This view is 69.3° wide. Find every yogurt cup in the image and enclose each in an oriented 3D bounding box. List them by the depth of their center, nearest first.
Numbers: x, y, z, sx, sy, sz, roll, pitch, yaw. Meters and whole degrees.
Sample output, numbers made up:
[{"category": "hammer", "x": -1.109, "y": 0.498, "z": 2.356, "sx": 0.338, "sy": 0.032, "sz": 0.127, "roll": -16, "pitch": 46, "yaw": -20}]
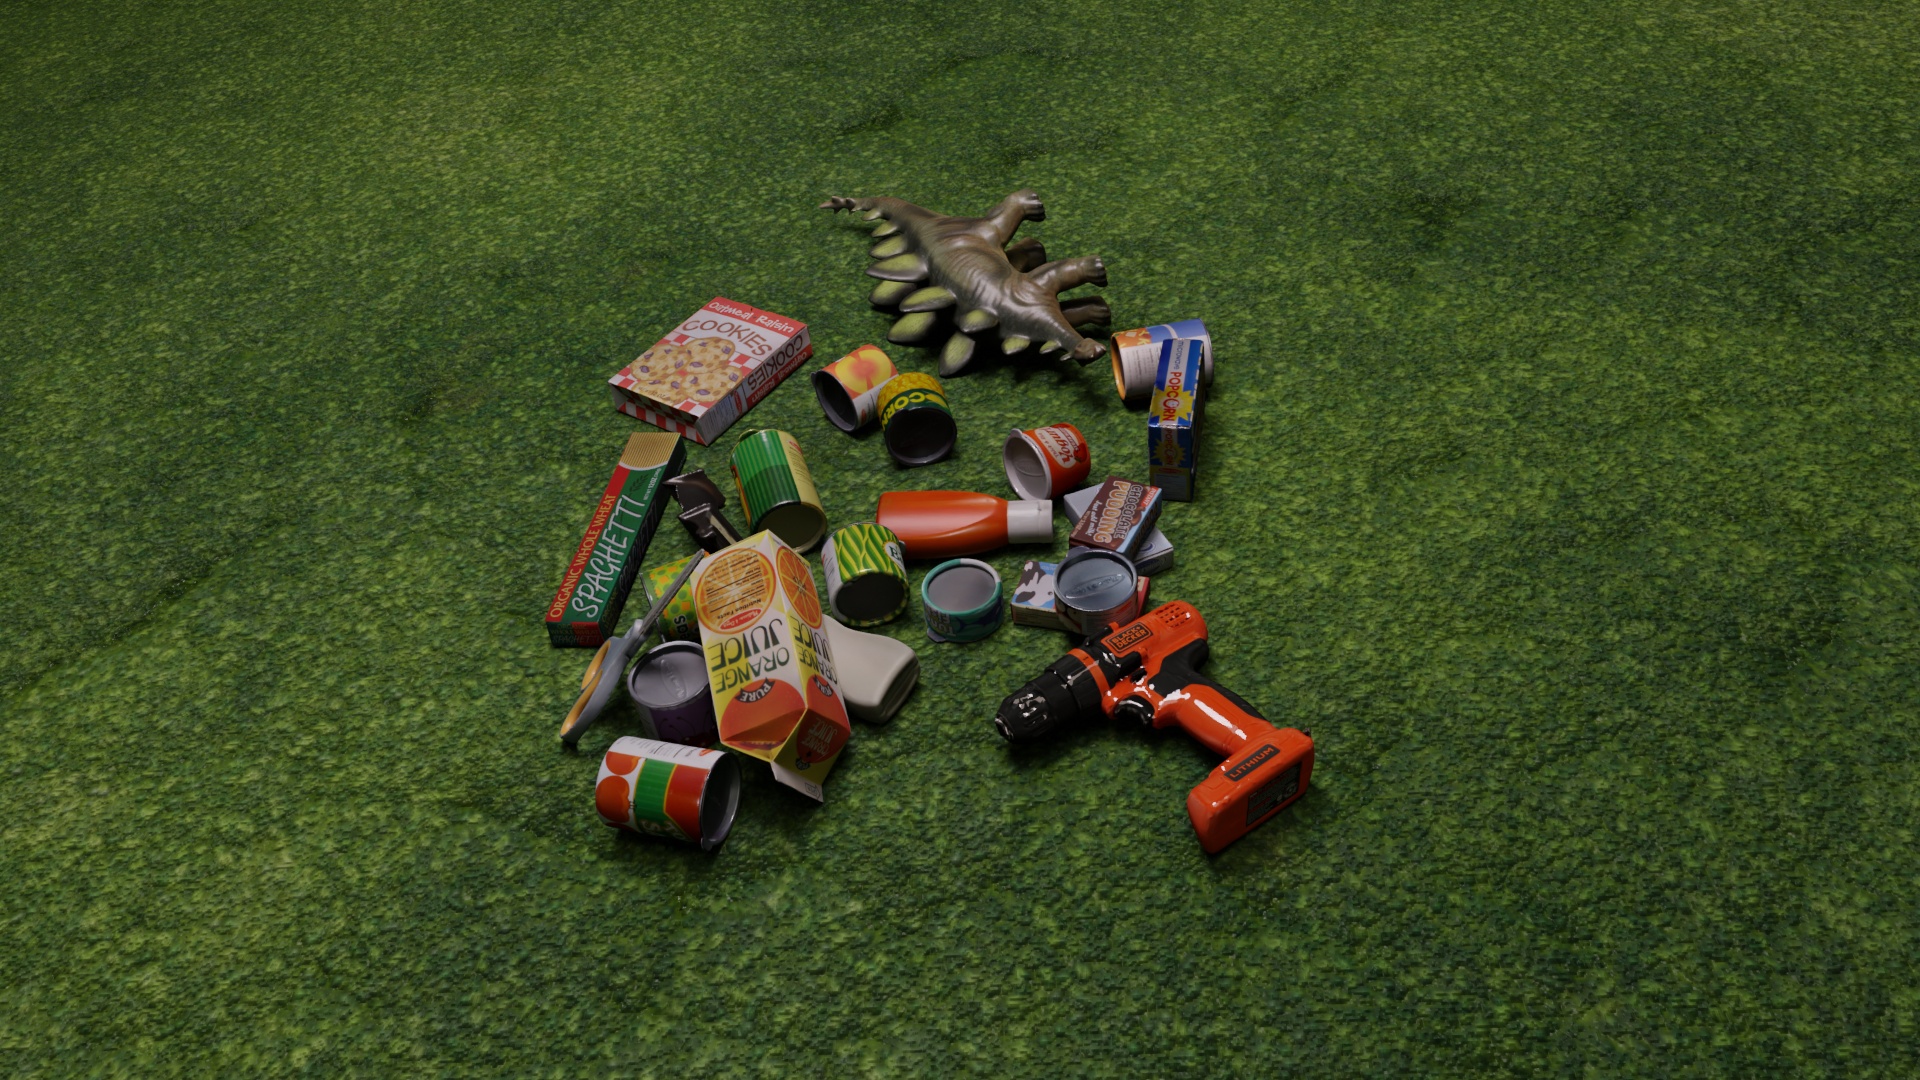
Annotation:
[{"category": "yogurt cup", "x": 0.077, "y": -0.069, "z": 1.216, "sx": 0.054, "sy": 0.072, "sz": 0.072, "roll": -23, "pitch": 44, "yaw": -27}]

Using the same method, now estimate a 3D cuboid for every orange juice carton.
[{"category": "orange juice carton", "x": -0.138, "y": 0.098, "z": 1.027, "sx": 0.073, "sy": 0.071, "sz": 0.193, "roll": -24, "pitch": 60, "yaw": 11}]

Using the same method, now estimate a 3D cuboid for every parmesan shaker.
[{"category": "parmesan shaker", "x": -0.161, "y": -0.042, "z": 1.213, "sx": 0.071, "sy": 0.071, "sz": 0.103, "roll": -16, "pitch": 44, "yaw": -9}]

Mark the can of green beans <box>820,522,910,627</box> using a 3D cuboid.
[{"category": "can of green beans", "x": -0.077, "y": 0.028, "z": 1.130, "sx": 0.071, "sy": 0.071, "sz": 0.058, "roll": -12, "pitch": 44, "yaw": -5}]

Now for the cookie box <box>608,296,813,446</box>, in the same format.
[{"category": "cookie box", "x": -0.247, "y": -0.174, "z": 1.388, "sx": 0.123, "sy": 0.040, "sz": 0.168, "roll": 21, "pitch": 50, "yaw": 27}]

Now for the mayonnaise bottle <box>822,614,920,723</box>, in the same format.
[{"category": "mayonnaise bottle", "x": -0.107, "y": 0.089, "z": 1.088, "sx": 0.148, "sy": 0.041, "sz": 0.065, "roll": 20, "pitch": 58, "yaw": 28}]

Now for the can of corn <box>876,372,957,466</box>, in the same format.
[{"category": "can of corn", "x": -0.043, "y": -0.113, "z": 1.273, "sx": 0.071, "sy": 0.070, "sz": 0.058, "roll": -12, "pitch": 42, "yaw": -5}]

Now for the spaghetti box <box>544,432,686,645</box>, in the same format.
[{"category": "spaghetti box", "x": -0.300, "y": -0.007, "z": 1.226, "sx": 0.050, "sy": 0.028, "sz": 0.251, "roll": 1, "pitch": 43, "yaw": 10}]

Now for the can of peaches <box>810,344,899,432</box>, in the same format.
[{"category": "can of peaches", "x": -0.098, "y": -0.146, "z": 1.317, "sx": 0.058, "sy": 0.071, "sz": 0.071, "roll": -33, "pitch": 49, "yaw": -26}]

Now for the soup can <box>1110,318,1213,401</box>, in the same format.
[{"category": "soup can", "x": 0.188, "y": -0.170, "z": 1.306, "sx": 0.084, "sy": 0.071, "sz": 0.072, "roll": -10, "pitch": 43, "yaw": -2}]

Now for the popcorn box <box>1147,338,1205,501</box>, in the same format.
[{"category": "popcorn box", "x": 0.191, "y": -0.108, "z": 1.224, "sx": 0.038, "sy": 0.084, "sz": 0.127, "roll": 4, "pitch": 45, "yaw": 13}]

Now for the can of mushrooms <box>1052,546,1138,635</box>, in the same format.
[{"category": "can of mushrooms", "x": 0.104, "y": 0.039, "z": 1.081, "sx": 0.071, "sy": 0.033, "sz": 0.071, "roll": -5, "pitch": 45, "yaw": 5}]

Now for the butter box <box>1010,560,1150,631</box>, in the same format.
[{"category": "butter box", "x": 0.097, "y": 0.048, "z": 1.116, "sx": 0.103, "sy": 0.024, "sz": 0.053, "roll": 8, "pitch": 46, "yaw": 16}]

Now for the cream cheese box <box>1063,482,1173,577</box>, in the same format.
[{"category": "cream cheese box", "x": 0.133, "y": -0.009, "z": 1.171, "sx": 0.053, "sy": 0.024, "sz": 0.104, "roll": -20, "pitch": 44, "yaw": -12}]

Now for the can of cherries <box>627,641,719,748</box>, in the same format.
[{"category": "can of cherries", "x": -0.211, "y": 0.119, "z": 1.058, "sx": 0.071, "sy": 0.058, "sz": 0.072, "roll": -4, "pitch": 42, "yaw": 4}]

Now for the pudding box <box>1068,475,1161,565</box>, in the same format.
[{"category": "pudding box", "x": 0.127, "y": -0.012, "z": 1.134, "sx": 0.050, "sy": 0.030, "sz": 0.084, "roll": 18, "pitch": 49, "yaw": 23}]

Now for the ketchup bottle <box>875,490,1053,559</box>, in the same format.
[{"category": "ketchup bottle", "x": 0.004, "y": -0.015, "z": 1.181, "sx": 0.149, "sy": 0.043, "sz": 0.065, "roll": -2, "pitch": 44, "yaw": 6}]

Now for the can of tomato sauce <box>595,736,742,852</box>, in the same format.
[{"category": "can of tomato sauce", "x": -0.208, "y": 0.180, "z": 0.989, "sx": 0.083, "sy": 0.070, "sz": 0.071, "roll": 6, "pitch": 45, "yaw": 15}]

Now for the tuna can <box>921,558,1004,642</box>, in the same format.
[{"category": "tuna can", "x": 0.000, "y": 0.049, "z": 1.121, "sx": 0.071, "sy": 0.032, "sz": 0.071, "roll": -4, "pitch": 43, "yaw": 4}]

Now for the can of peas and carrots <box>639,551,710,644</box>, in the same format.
[{"category": "can of peas and carrots", "x": -0.222, "y": 0.050, "z": 1.128, "sx": 0.059, "sy": 0.070, "sz": 0.071, "roll": -20, "pitch": 44, "yaw": -14}]
